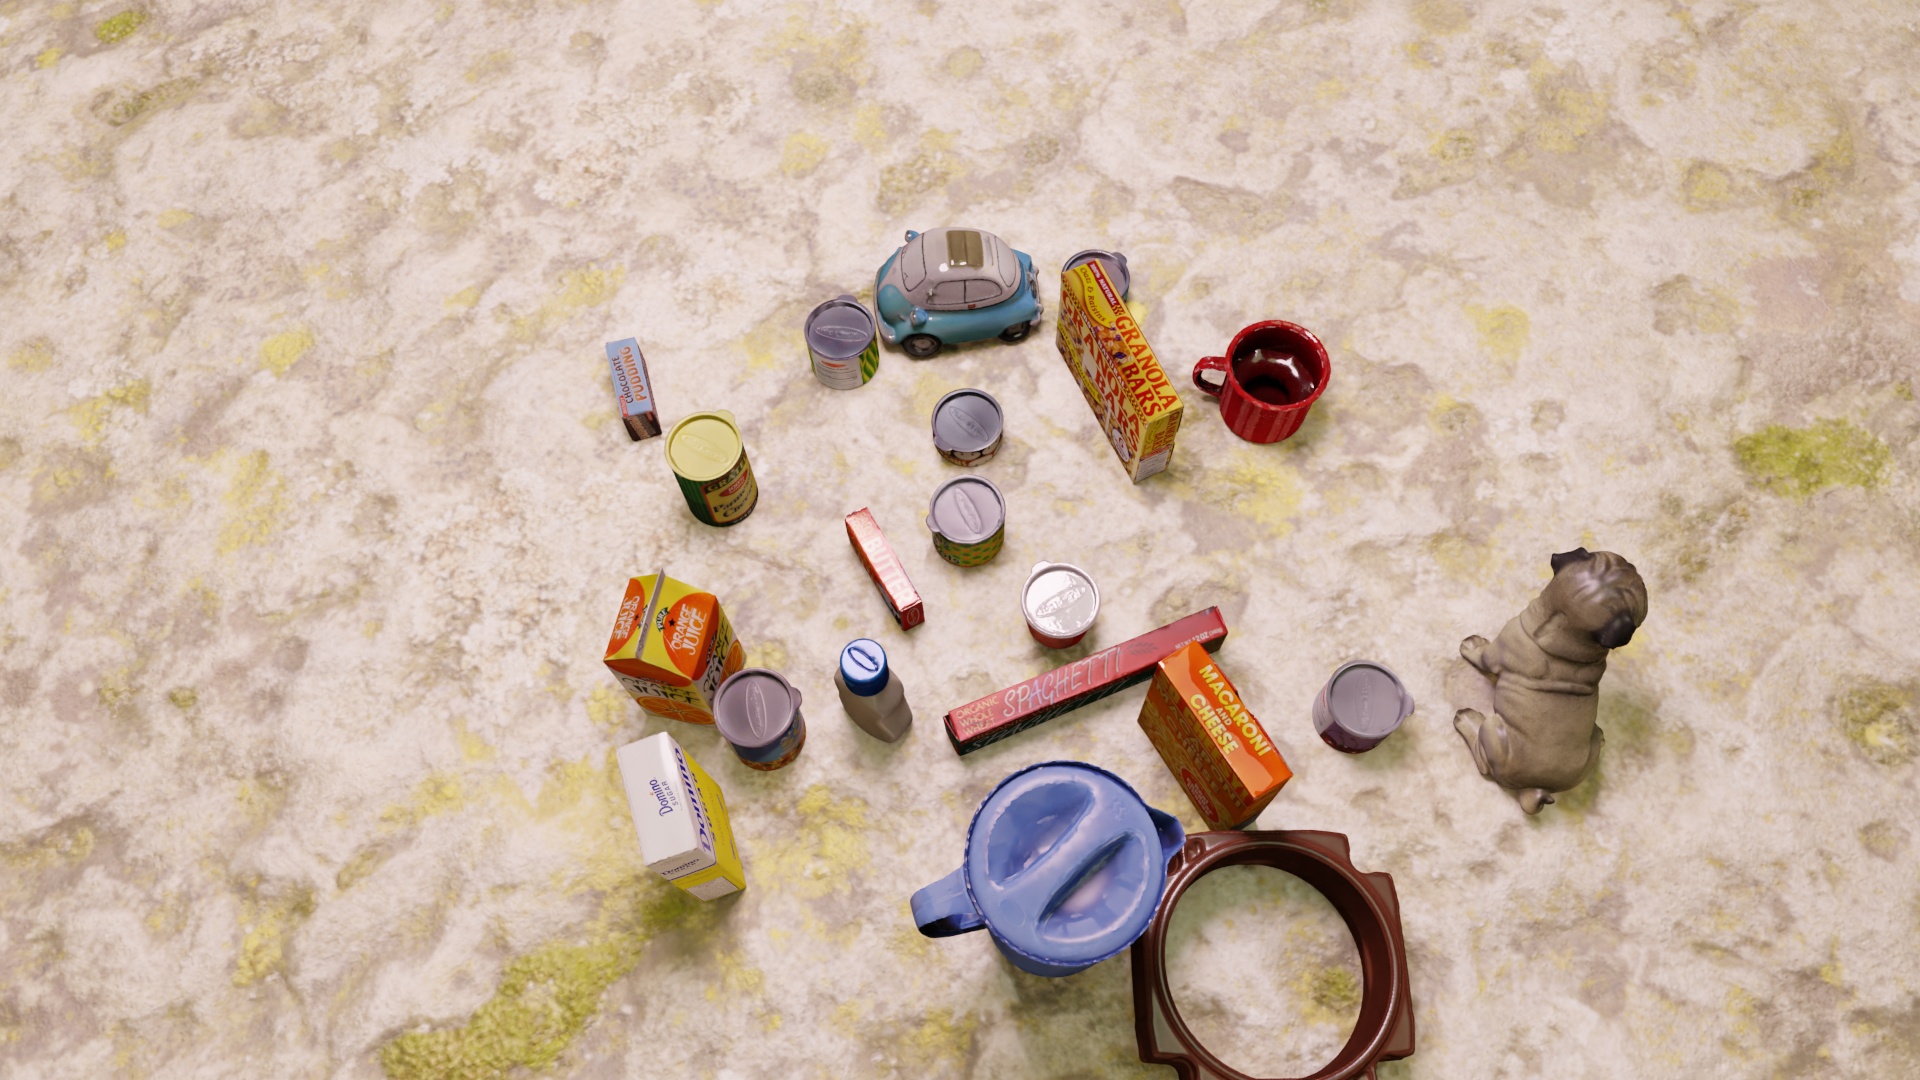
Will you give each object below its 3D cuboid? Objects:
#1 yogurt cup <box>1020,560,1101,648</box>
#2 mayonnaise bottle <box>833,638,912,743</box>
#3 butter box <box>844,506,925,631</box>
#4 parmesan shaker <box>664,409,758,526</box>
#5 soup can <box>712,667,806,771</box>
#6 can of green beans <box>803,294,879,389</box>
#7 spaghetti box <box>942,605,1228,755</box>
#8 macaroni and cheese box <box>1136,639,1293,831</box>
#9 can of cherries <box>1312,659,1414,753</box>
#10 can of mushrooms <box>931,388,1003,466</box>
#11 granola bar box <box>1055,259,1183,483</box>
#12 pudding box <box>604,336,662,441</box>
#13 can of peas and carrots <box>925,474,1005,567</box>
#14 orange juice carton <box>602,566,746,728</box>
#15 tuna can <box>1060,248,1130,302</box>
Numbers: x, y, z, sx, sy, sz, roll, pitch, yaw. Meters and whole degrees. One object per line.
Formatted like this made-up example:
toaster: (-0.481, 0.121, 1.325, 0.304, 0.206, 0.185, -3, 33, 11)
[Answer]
yogurt cup: (0.085, 0.059, 1.192, 0.072, 0.053, 0.072, 0, 67, 1)
mayonnaise bottle: (-0.072, 0.119, 1.117, 0.065, 0.147, 0.041, 36, 72, 15)
butter box: (-0.066, 0.025, 1.210, 0.024, 0.053, 0.104, -28, 69, -10)
parmesan shaker: (-0.215, -0.063, 1.222, 0.071, 0.102, 0.071, 0, 67, 1)
soup can: (-0.161, 0.148, 1.141, 0.071, 0.083, 0.071, 0, 67, 1)
can of green beans: (-0.110, -0.183, 1.297, 0.071, 0.057, 0.071, 0, 67, 1)
spaghetti box: (0.105, 0.118, 1.168, 0.250, 0.050, 0.029, -21, 68, -8)
macaroni and cheese box: (0.195, 0.159, 1.086, 0.040, 0.165, 0.124, -30, 70, -11)
can of cherries: (0.333, 0.140, 1.151, 0.071, 0.058, 0.072, 0, 67, 1)
can of mushrooms: (0.005, -0.102, 1.274, 0.071, 0.033, 0.071, 0, 67, 1)
granola bar box: (0.140, -0.150, 1.244, 0.039, 0.123, 0.166, -23, 68, -8)
pudding box: (-0.303, -0.141, 1.286, 0.030, 0.049, 0.084, -16, 67, -6)
can of peas and carrots: (0.004, -0.015, 1.223, 0.071, 0.058, 0.071, 0, 67, 1)
orange juice carton: (-0.228, 0.087, 1.109, 0.073, 0.192, 0.072, 11, 68, 6)
tuna can: (0.130, -0.245, 1.335, 0.071, 0.032, 0.071, 0, 67, 1)
